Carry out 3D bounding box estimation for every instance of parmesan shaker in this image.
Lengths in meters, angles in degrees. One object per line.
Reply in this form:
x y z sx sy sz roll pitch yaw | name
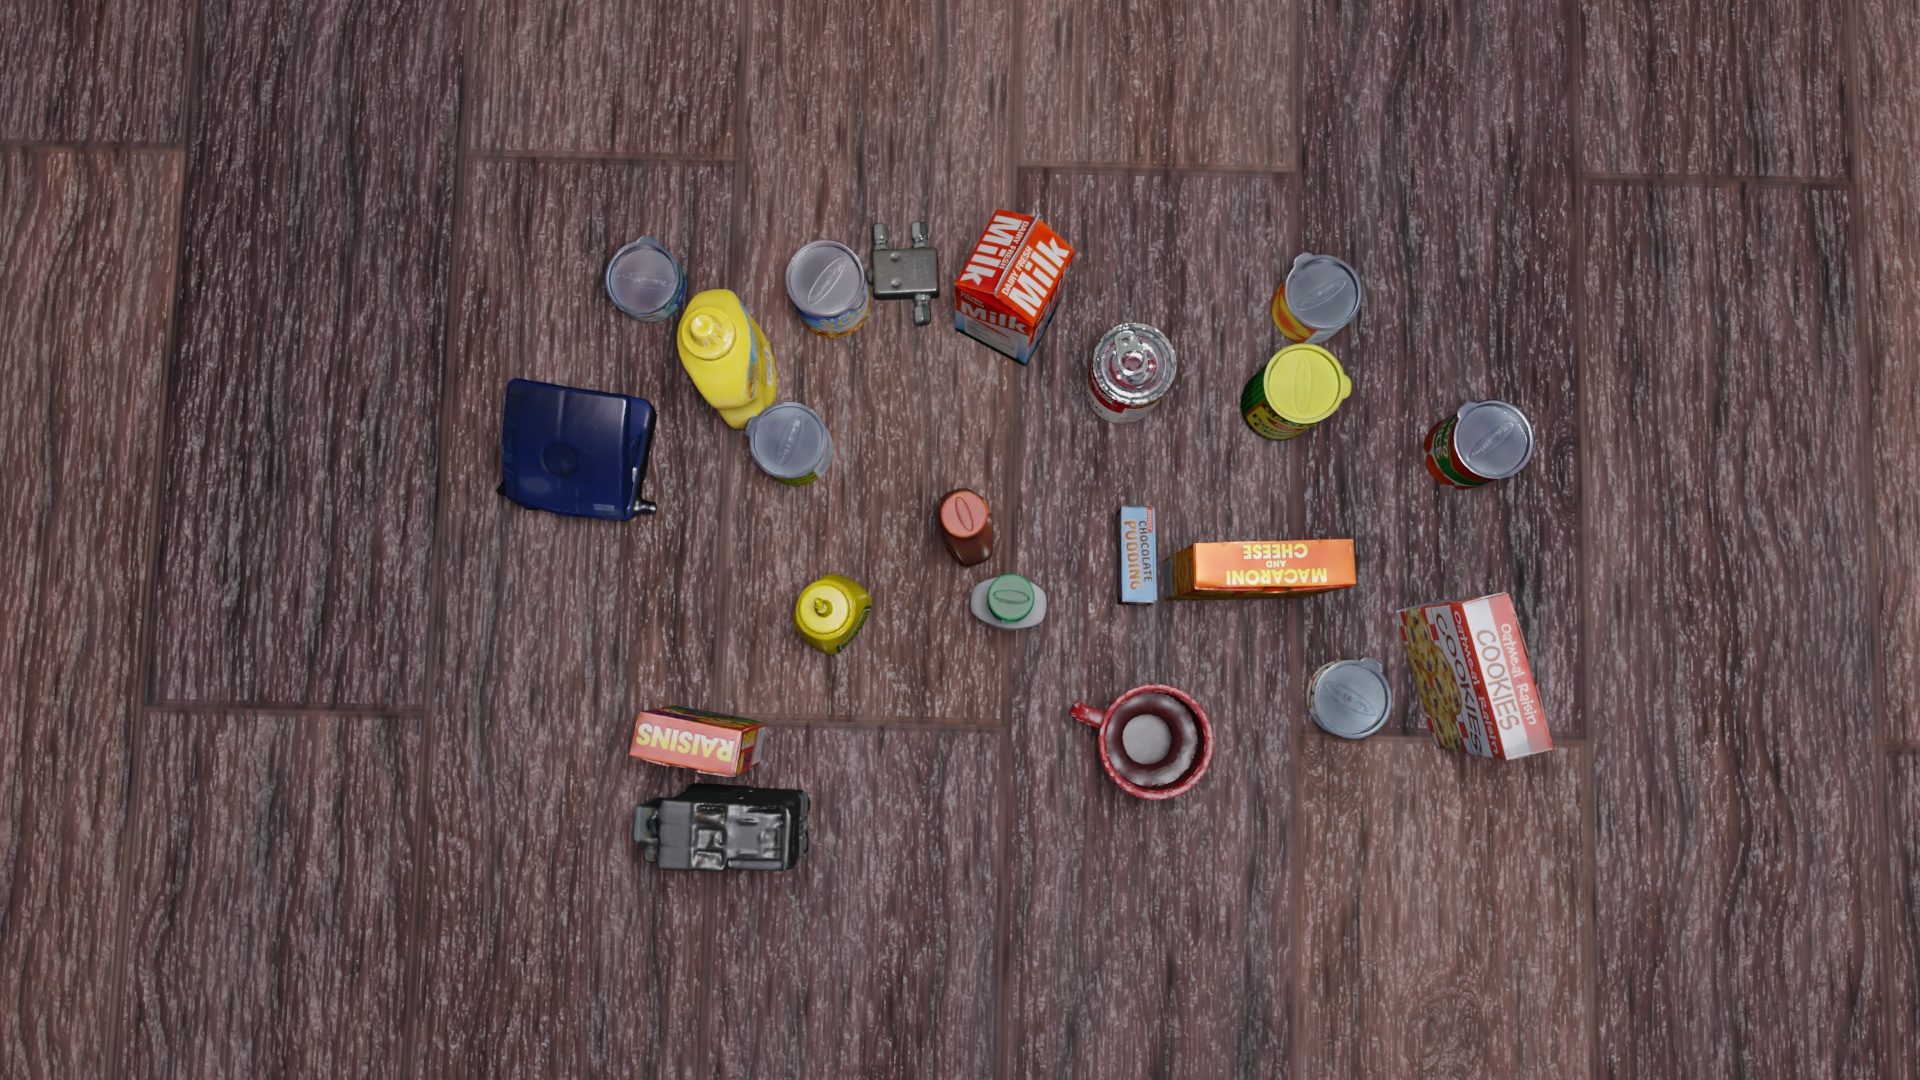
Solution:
0.281 -0.123 1.175 0.071 0.103 0.071 0 85 0 | parmesan shaker

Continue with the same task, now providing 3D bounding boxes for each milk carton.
0.043 -0.209 1.140 0.073 0.190 0.072 28 86 3 | milk carton

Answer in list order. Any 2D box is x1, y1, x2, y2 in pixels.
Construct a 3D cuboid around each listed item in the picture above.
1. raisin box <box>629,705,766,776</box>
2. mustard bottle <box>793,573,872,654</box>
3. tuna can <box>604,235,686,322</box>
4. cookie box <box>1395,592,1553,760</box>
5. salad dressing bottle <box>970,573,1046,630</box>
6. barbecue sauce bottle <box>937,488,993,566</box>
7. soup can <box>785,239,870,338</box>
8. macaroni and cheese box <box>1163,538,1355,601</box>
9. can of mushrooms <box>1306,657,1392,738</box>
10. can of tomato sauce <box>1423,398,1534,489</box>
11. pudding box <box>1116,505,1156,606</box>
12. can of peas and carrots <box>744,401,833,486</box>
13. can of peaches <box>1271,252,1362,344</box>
-0.213 0.163 1.139 0.086 0.123 0.040 11 85 1 | raisin box
-0.107 0.059 1.130 0.049 0.160 0.065 34 86 3 | mustard bottle
-0.276 -0.229 1.223 0.071 0.033 0.071 0 84 0 | tuna can
0.411 0.108 1.119 0.040 0.167 0.123 -14 85 -1 | cookie box
0.040 0.050 1.136 0.064 0.147 0.044 7 85 1 | salad dressing bottle
0.004 -0.014 1.142 0.044 0.148 0.065 -21 85 -1 | barbecue sauce bottle
-0.110 -0.213 1.195 0.071 0.083 0.071 0 85 0 | soup can
0.238 0.026 1.128 0.124 0.166 0.040 -1 85 0 | macaroni and cheese box
0.332 0.133 1.184 0.071 0.033 0.071 0 84 0 | can of mushrooms
0.436 -0.081 1.180 0.071 0.083 0.071 0 85 0 | can of tomato sauce
0.150 0.014 1.189 0.030 0.049 0.083 0 85 0 | pudding box
-0.147 -0.083 1.195 0.071 0.058 0.071 0 85 0 | can of peas and carrots
0.307 -0.210 1.206 0.071 0.058 0.071 0 85 0 | can of peaches
